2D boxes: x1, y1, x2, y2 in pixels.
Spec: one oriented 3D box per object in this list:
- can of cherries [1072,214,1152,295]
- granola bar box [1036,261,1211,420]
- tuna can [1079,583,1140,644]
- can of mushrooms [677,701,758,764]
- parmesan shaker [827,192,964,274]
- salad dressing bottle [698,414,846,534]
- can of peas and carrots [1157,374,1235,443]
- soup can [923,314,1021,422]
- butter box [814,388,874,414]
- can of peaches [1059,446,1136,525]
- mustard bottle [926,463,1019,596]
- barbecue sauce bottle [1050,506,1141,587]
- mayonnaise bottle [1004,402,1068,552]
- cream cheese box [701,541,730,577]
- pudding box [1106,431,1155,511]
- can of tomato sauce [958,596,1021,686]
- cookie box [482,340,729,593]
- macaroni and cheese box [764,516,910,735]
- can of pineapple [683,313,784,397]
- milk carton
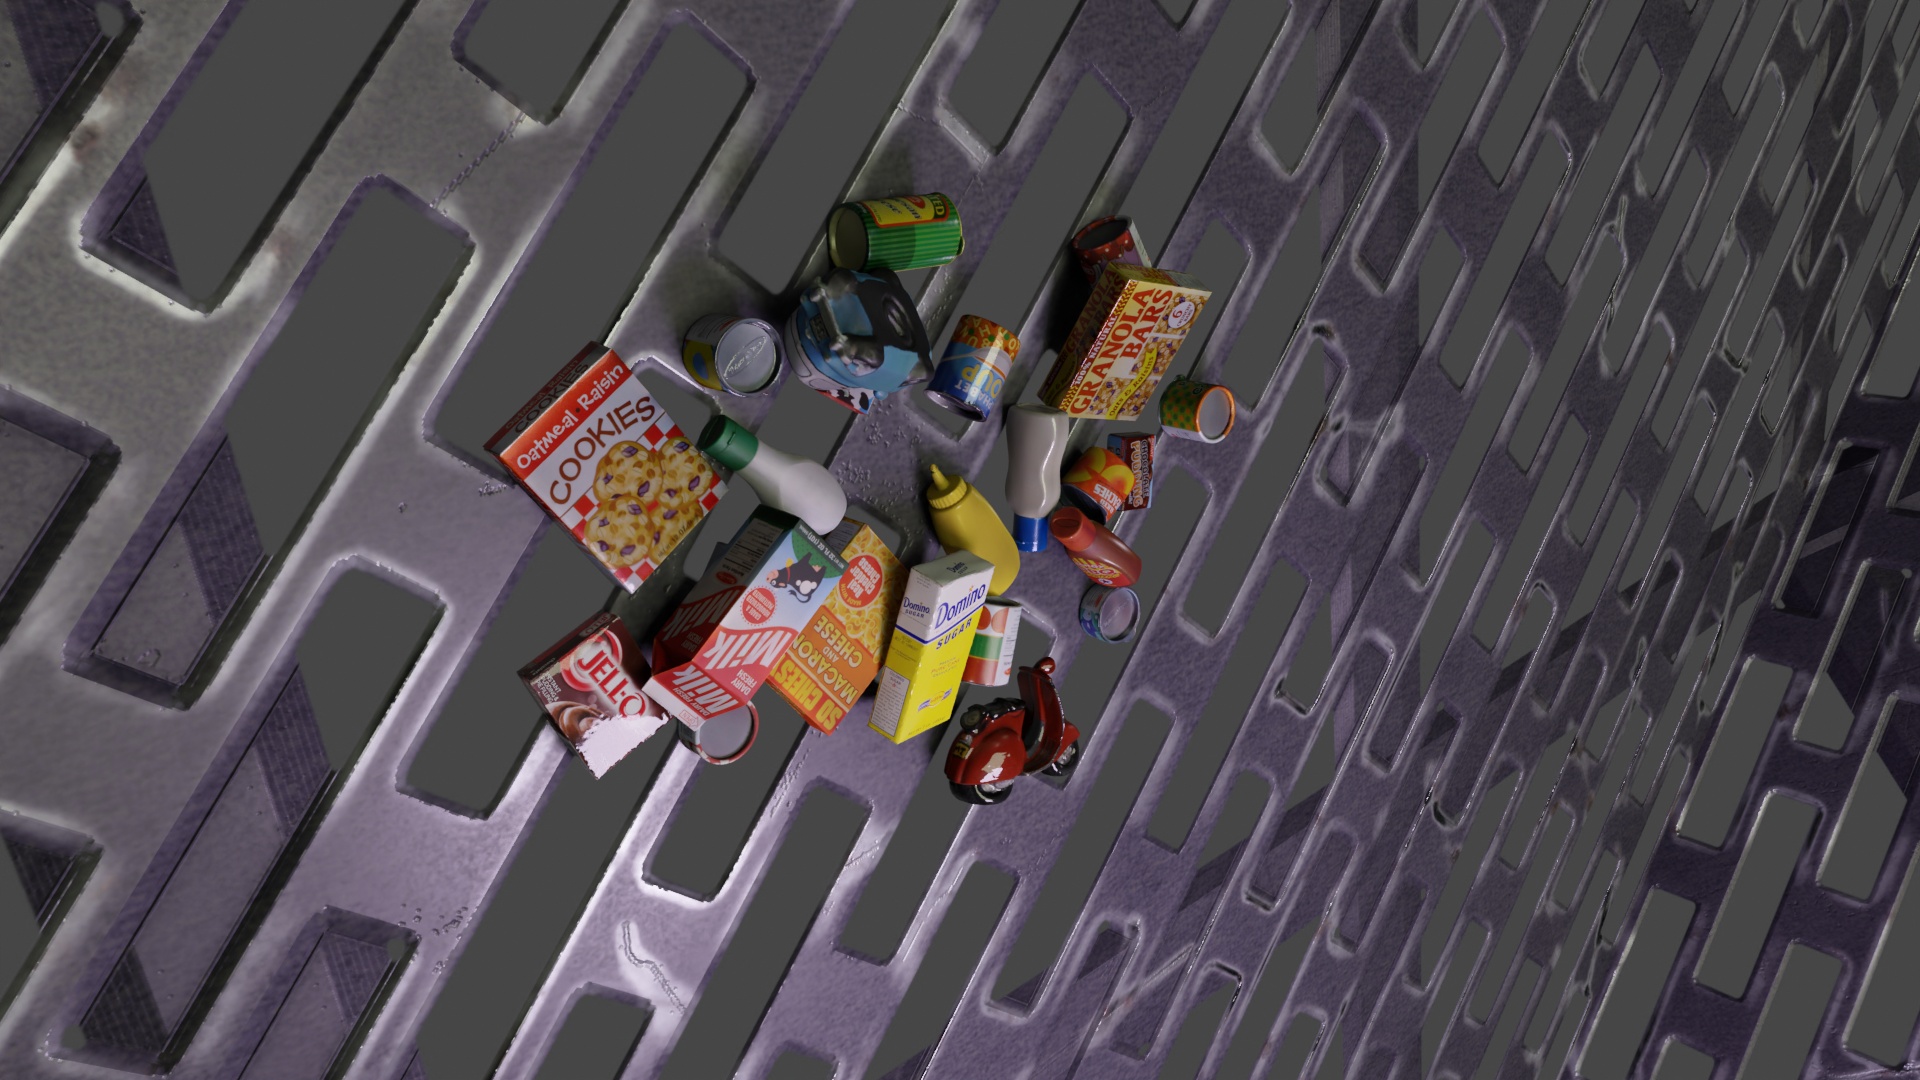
[{"bbox_3d":[0.152,-0.289,1.418,0.072,0.071,0.058,-45,126,-22],"label":"can of cherries"},{"bbox_3d":[0.166,-0.201,1.420,0.124,0.039,0.164,-1,132,-40],"label":"granola bar box"},{"bbox_3d":[0.168,0.081,1.548,0.071,0.033,0.071,-12,109,-37],"label":"tuna can"},{"bbox_3d":[-0.215,0.166,1.249,0.071,0.033,0.071,-11,108,-38],"label":"can of mushrooms"},{"bbox_3d":[-0.057,-0.272,1.241,0.103,0.071,0.071,-16,112,-36],"label":"parmesan shaker"},{"bbox_3d":[-0.165,-0.058,1.226,0.147,0.044,0.064,38,72,-38],"label":"salad dressing bottle"},{"bbox_3d":[0.265,-0.147,1.553,0.071,0.059,0.070,-12,109,-38],"label":"can of peas and carrots"},{"bbox_3d":[0.014,-0.164,1.329,0.071,0.071,0.084,32,81,-41],"label":"soup can"},{"bbox_3d":[-0.090,-0.173,1.271,0.053,0.024,0.103,27,84,-42],"label":"butter box"},{"bbox_3d":[0.145,-0.057,1.468,0.058,0.071,0.071,-50,128,-20],"label":"can of peaches"},{"bbox_3d":[0.005,-0.017,1.374,0.065,0.049,0.159,-54,129,-34],"label":"mustard bottle"},{"bbox_3d":[0.139,0.007,1.460,0.148,0.065,0.044,38,63,-56],"label":"barbecue sauce bottle"},{"bbox_3d":[0.075,-0.063,1.416,0.041,0.065,0.147,-19,118,-49],"label":"mayonnaise bottle"},{"bbox_3d":[-0.210,0.057,1.230,0.053,0.024,0.104,28,83,-41],"label":"cream cheese box"},{"bbox_3d":[0.185,-0.076,1.524,0.050,0.030,0.083,-7,106,-40],"label":"pudding box"},{"bbox_3d":[0.021,0.099,1.410,0.071,0.071,0.083,5,98,-41],"label":"can of tomato sauce"},{"bbox_3d":[-0.284,-0.058,1.128,0.123,0.040,0.167,-50,129,-19],"label":"cookie box"},{"bbox_3d":[-0.116,0.081,1.305,0.167,0.040,0.123,-53,129,-17],"label":"macaroni and cheese box"},{"bbox_3d":[-0.191,-0.155,1.169,0.071,0.058,0.070,-12,109,-37],"label":"can of pineapple"},{"bbox_3d":[-0.189,0.068,1.184,0.191,0.073,0.072,-53,128,-15],"label":"milk carton"}]
